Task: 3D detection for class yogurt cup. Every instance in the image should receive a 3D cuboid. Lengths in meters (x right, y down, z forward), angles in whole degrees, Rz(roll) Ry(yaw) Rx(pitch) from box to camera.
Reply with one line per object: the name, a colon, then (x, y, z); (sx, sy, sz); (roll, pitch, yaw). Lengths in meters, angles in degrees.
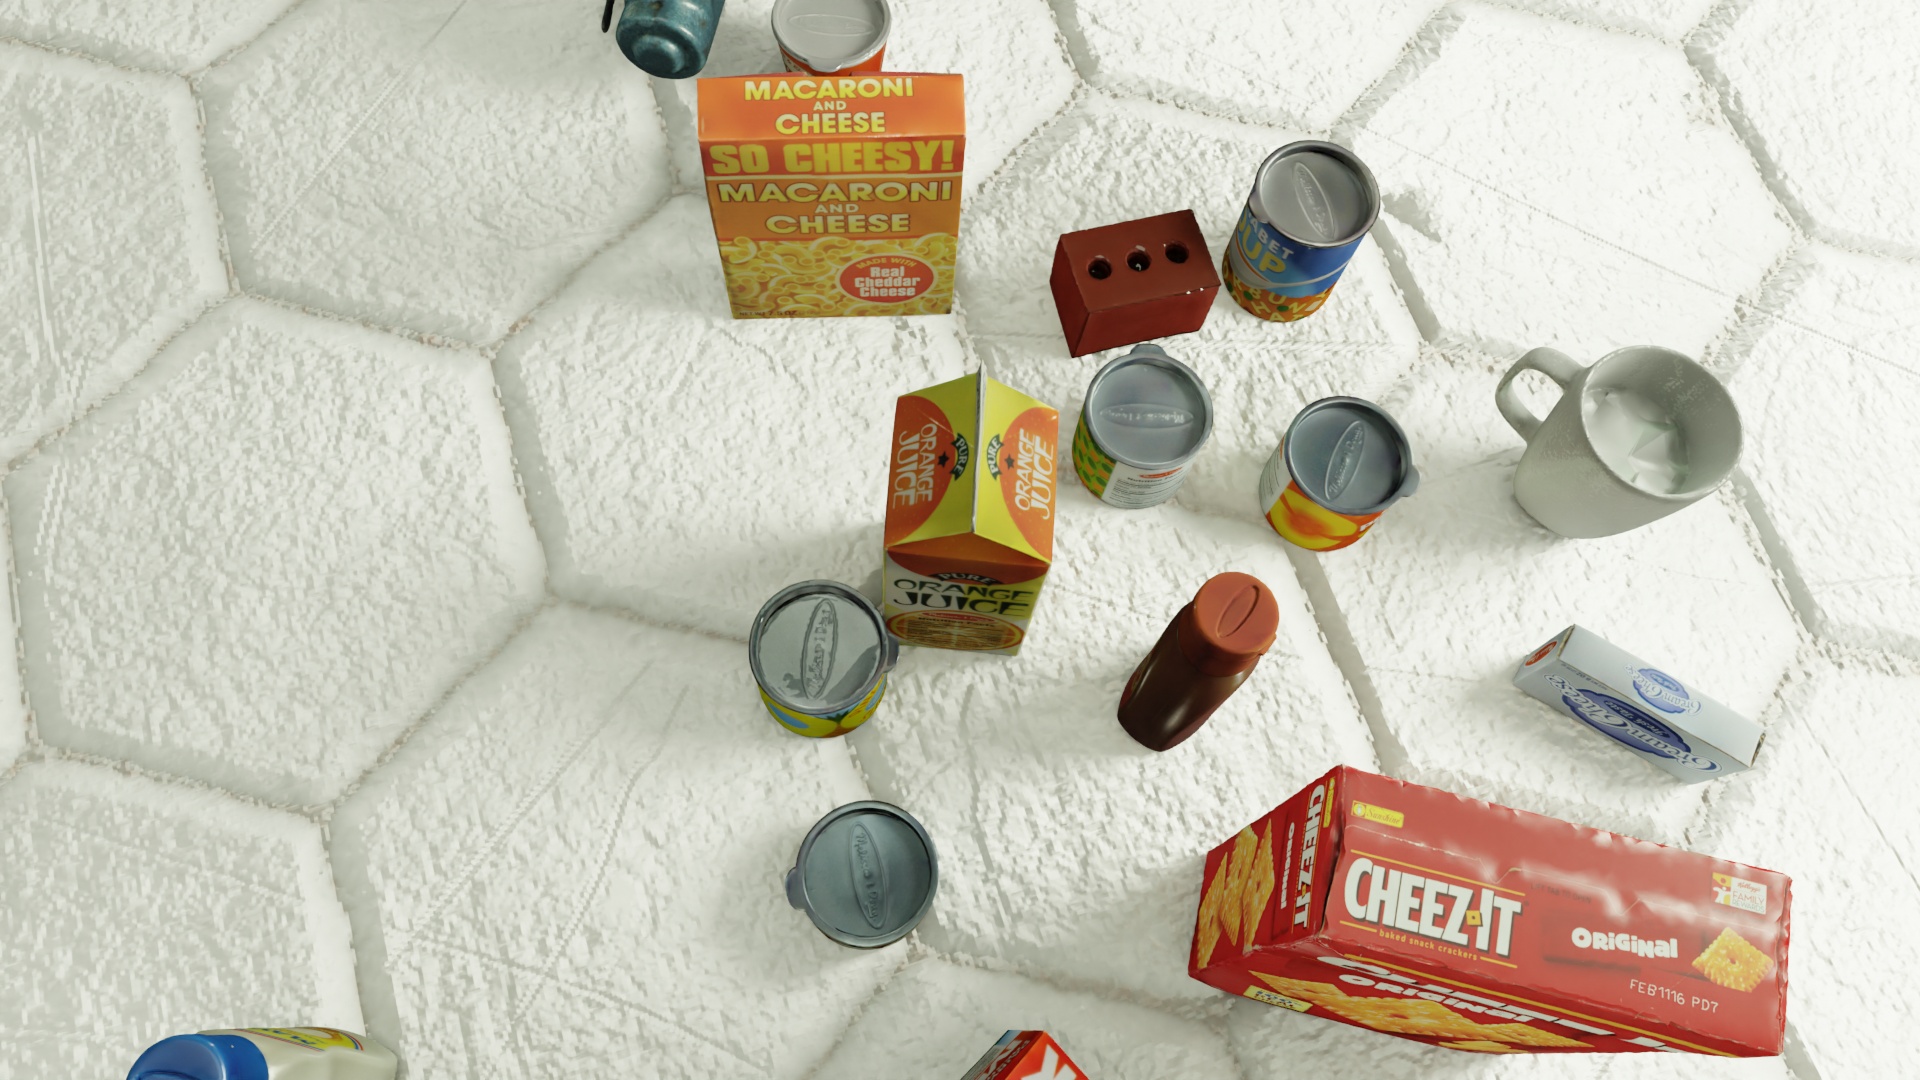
yogurt cup: (-0.074, -0.287, 0.807); (0.072, 0.053, 0.072); (1, 70, -3)

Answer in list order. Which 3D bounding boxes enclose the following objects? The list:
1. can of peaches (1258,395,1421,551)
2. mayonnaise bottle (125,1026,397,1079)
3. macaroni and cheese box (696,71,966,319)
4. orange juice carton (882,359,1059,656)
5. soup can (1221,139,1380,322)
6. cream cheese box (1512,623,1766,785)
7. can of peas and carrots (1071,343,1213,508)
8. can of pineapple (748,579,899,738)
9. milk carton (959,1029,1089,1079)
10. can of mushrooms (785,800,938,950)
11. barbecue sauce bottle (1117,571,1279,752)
can of peaches: (0.197, -0.033, 0.726); (0.071, 0.058, 0.071); (1, 70, -3)
mayonnaise bottle: (-0.280, 0.217, 0.557); (0.065, 0.147, 0.041); (12, 70, 1)
macaroni and cheese box: (-0.063, -0.170, 0.704); (0.124, 0.166, 0.040); (-2, 70, -4)
orange juice carton: (0.002, -0.008, 0.634); (0.073, 0.192, 0.072); (5, 70, -1)
soup can: (0.182, -0.167, 0.762); (0.071, 0.083, 0.071); (1, 70, -3)
cream cheese box: (0.337, 0.083, 0.694); (0.104, 0.053, 0.024); (30, 71, 8)
can of peas and carrots: (0.094, -0.059, 0.730); (0.071, 0.058, 0.071); (1, 70, -3)
can of pineapple: (-0.066, 0.060, 0.676); (0.071, 0.057, 0.071); (1, 70, -3)
milk carton: (0.027, 0.244, 0.543); (0.073, 0.190, 0.072); (-42, 77, -16)
can of mushrooms: (-0.046, 0.158, 0.654); (0.071, 0.033, 0.071); (1, 70, -3)
barbecue sauce bottle: (0.111, 0.055, 0.641); (0.044, 0.148, 0.065); (38, 72, 10)
